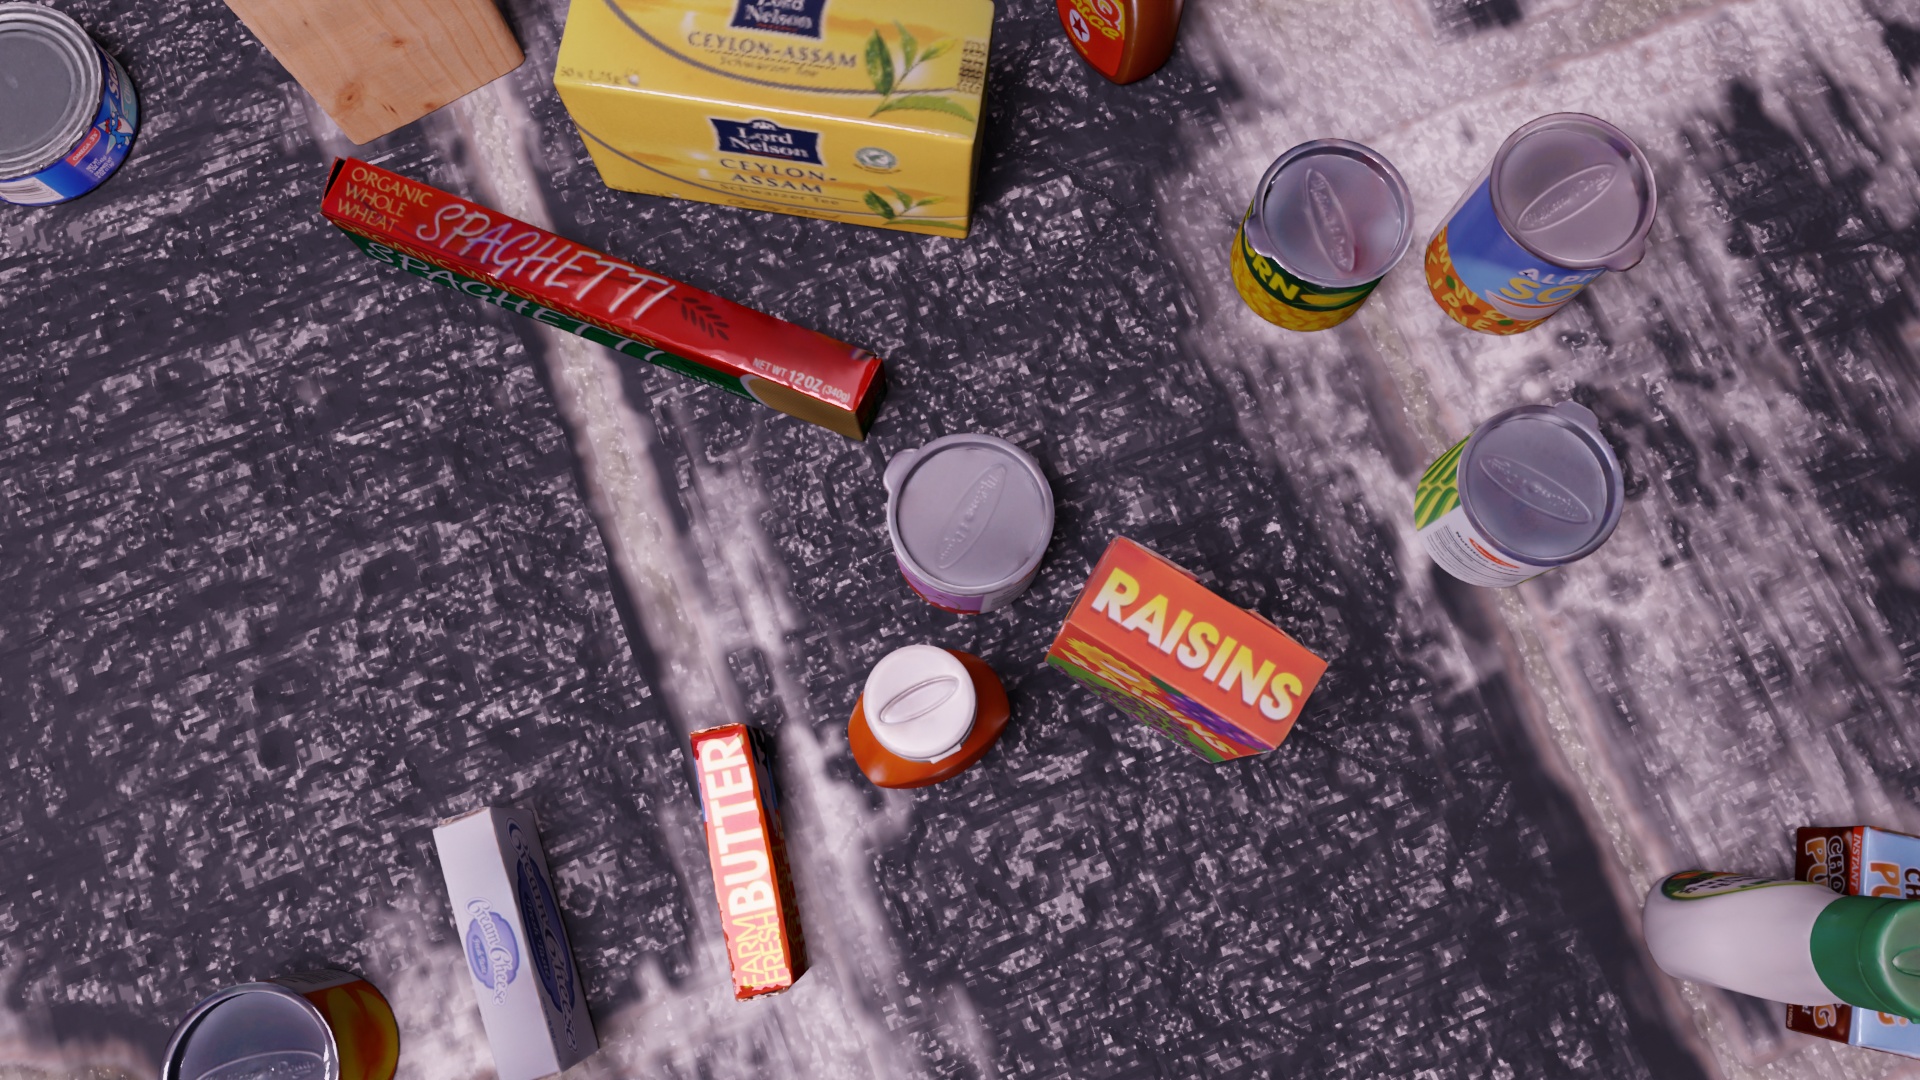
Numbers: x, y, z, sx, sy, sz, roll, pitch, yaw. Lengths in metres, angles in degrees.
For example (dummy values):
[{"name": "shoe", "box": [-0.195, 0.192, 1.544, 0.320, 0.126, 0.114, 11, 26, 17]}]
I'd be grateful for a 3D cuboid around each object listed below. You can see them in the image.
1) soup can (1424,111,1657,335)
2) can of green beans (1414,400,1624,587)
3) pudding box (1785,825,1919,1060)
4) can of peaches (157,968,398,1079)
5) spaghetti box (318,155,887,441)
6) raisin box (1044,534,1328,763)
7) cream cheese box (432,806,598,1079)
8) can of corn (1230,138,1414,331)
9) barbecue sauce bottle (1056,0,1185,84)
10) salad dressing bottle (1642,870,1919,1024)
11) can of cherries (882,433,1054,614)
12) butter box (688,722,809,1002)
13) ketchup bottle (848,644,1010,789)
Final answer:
[{"name": "soup can", "box": [0.243, -0.128, 0.587, 0.071, 0.083, 0.071, 0, 79, 0]}, {"name": "can of green beans", "box": [0.230, -0.017, 0.577, 0.071, 0.057, 0.071, 0, 79, 0]}, {"name": "pudding box", "box": [0.354, 0.156, 0.545, 0.030, 0.049, 0.084, 10, 79, 2]}, {"name": "can of peaches", "box": [-0.258, 0.203, 0.531, 0.071, 0.058, 0.071, 0, 79, 0]}, {"name": "spaghetti box", "box": [-0.152, -0.103, 0.599, 0.250, 0.050, 0.029, 21, 80, 4]}, {"name": "raisin box", "box": [0.081, 0.046, 0.530, 0.086, 0.123, 0.040, 32, 81, 6]}, {"name": "cream cheese box", "box": [-0.173, 0.157, 0.543, 0.024, 0.053, 0.104, -19, 79, -4]}, {"name": "can of corn", "box": [0.152, -0.129, 0.600, 0.071, 0.058, 0.071, 0, 79, 0]}, {"name": "barbecue sauce bottle", "box": [0.071, -0.254, 0.580, 0.044, 0.148, 0.065, -32, 80, -6]}, {"name": "salad dressing bottle", "box": [0.301, 0.144, 0.498, 0.064, 0.147, 0.044, -2, 79, 0]}, {"name": "can of cherries", "box": [0.002, -0.007, 0.574, 0.071, 0.058, 0.071, 0, 79, 0]}, {"name": "butter box", "box": [-0.083, 0.125, 0.550, 0.024, 0.053, 0.103, -12, 79, -2]}, {"name": "ketchup bottle", "box": [-0.012, 0.066, 0.513, 0.065, 0.148, 0.043, -27, 80, -5]}]
